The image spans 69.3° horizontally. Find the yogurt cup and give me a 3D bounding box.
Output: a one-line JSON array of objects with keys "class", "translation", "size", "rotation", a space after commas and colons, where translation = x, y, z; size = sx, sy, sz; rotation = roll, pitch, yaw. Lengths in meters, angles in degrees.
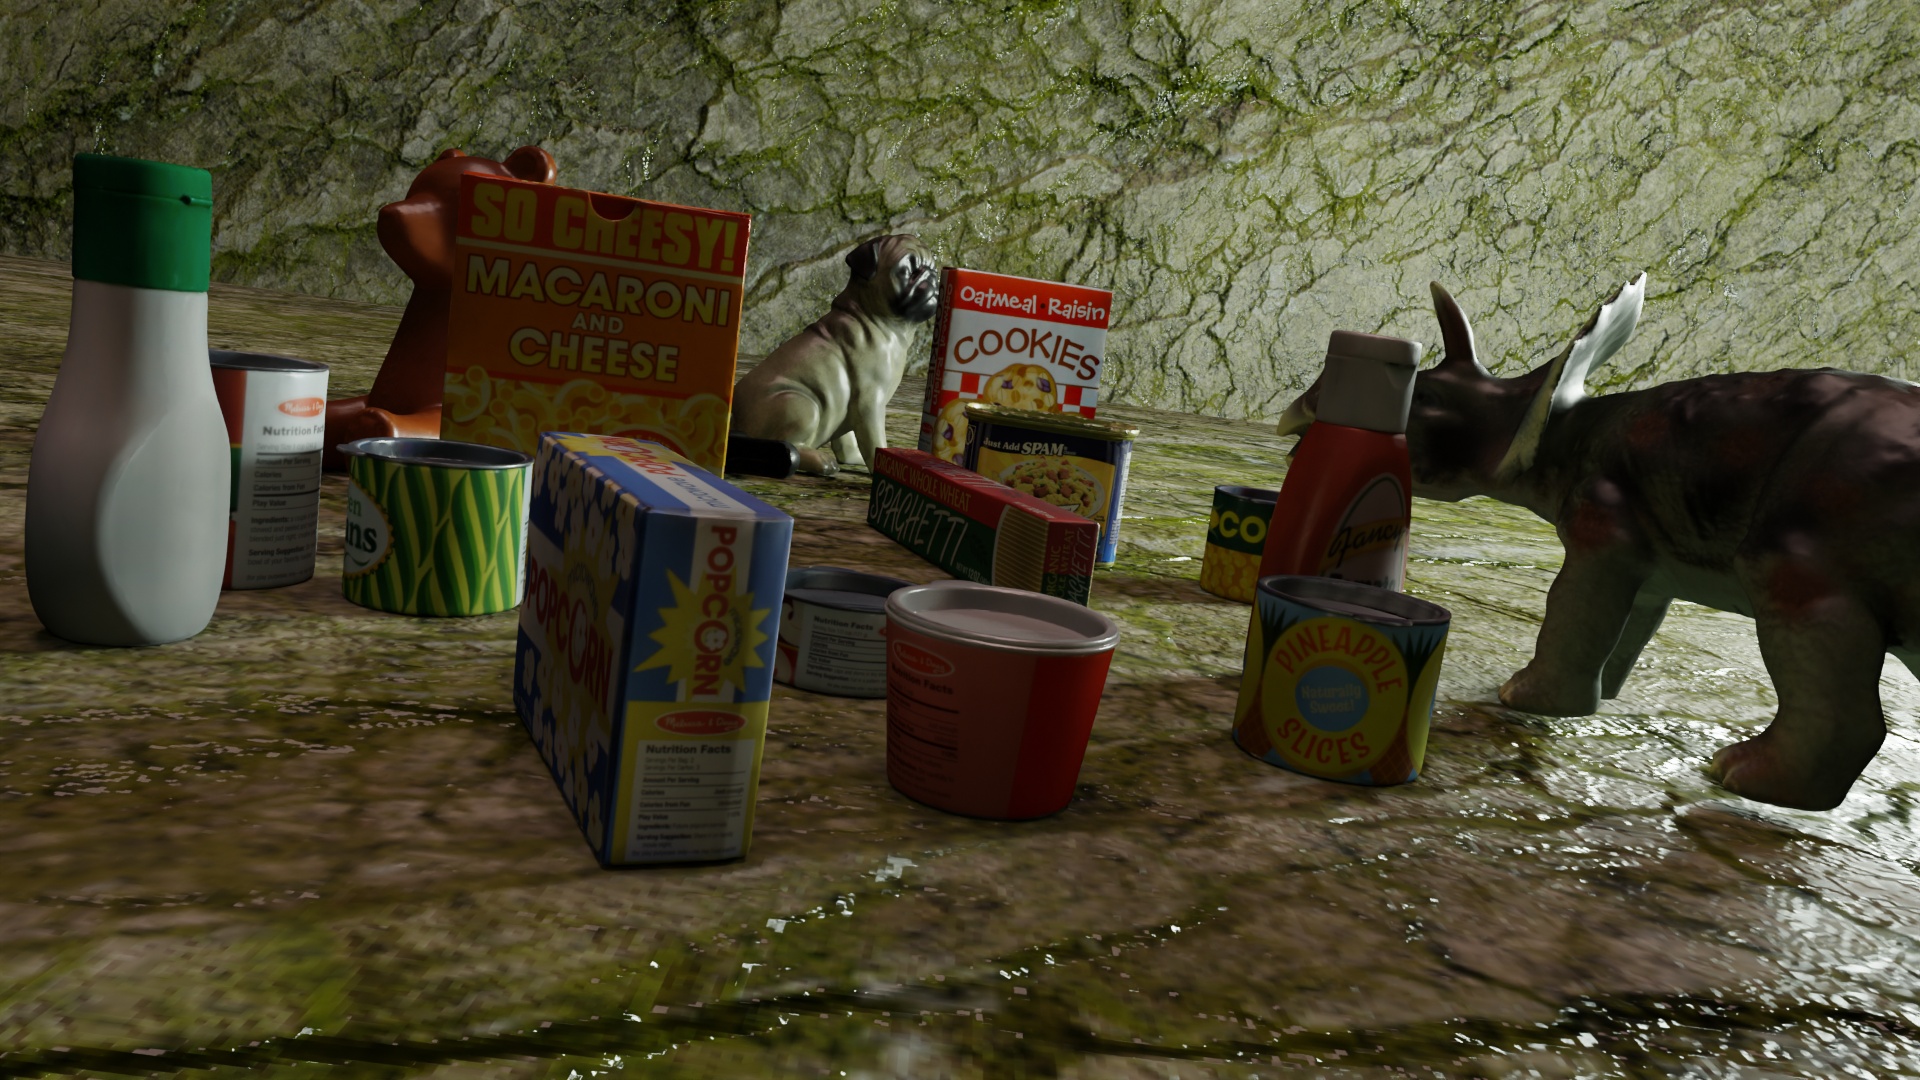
[{"class": "yogurt cup", "translation": [0.009, 0.046, 0.401], "size": [0.072, 0.054, 0.072], "rotation": [8, 9, -1]}]

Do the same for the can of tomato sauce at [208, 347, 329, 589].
[{"class": "can of tomato sauce", "translation": [-0.280, -0.029, 0.527], "size": [0.071, 0.083, 0.071], "rotation": [8, 9, -1]}]

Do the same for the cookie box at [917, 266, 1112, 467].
[{"class": "cookie box", "translation": [0.037, -0.109, 1.015], "size": [0.123, 0.167, 0.040], "rotation": [4, 9, -20]}]

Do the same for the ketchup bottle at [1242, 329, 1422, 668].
[{"class": "ketchup bottle", "translation": [0.158, -0.011, 0.574], "size": [0.065, 0.148, 0.043], "rotation": [3, 10, -29]}]

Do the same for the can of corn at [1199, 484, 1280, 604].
[{"class": "can of corn", "translation": [0.171, 0.003, 0.779], "size": [0.071, 0.058, 0.071], "rotation": [8, 9, -1]}]

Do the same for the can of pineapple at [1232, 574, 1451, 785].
[{"class": "can of pineapple", "translation": [0.131, 0.047, 0.481], "size": [0.071, 0.057, 0.071], "rotation": [8, 9, -1]}]

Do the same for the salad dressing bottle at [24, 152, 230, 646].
[{"class": "salad dressing bottle", "translation": [-0.257, -0.043, 0.433], "size": [0.044, 0.147, 0.064], "rotation": [9, 9, 7]}]

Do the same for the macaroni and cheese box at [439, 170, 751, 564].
[{"class": "macaroni and cheese box", "translation": [-0.164, -0.071, 0.621], "size": [0.124, 0.166, 0.040], "rotation": [5, 9, -17]}]

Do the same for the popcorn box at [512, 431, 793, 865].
[{"class": "popcorn box", "translation": [-0.087, 0.022, 0.370], "size": [0.038, 0.085, 0.127], "rotation": [3, 10, -28]}]

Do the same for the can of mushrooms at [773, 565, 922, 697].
[{"class": "can of mushrooms", "translation": [-0.041, 0.032, 0.507], "size": [0.071, 0.033, 0.071], "rotation": [8, 9, -1]}]

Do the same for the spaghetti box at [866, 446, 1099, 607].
[{"class": "spaghetti box", "translation": [0.003, -0.009, 0.743], "size": [0.029, 0.050, 0.250], "rotation": [4, 10, -23]}]

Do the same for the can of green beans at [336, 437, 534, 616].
[{"class": "can of green beans", "translation": [-0.200, -0.006, 0.532], "size": [0.071, 0.057, 0.071], "rotation": [8, 9, -1]}]
